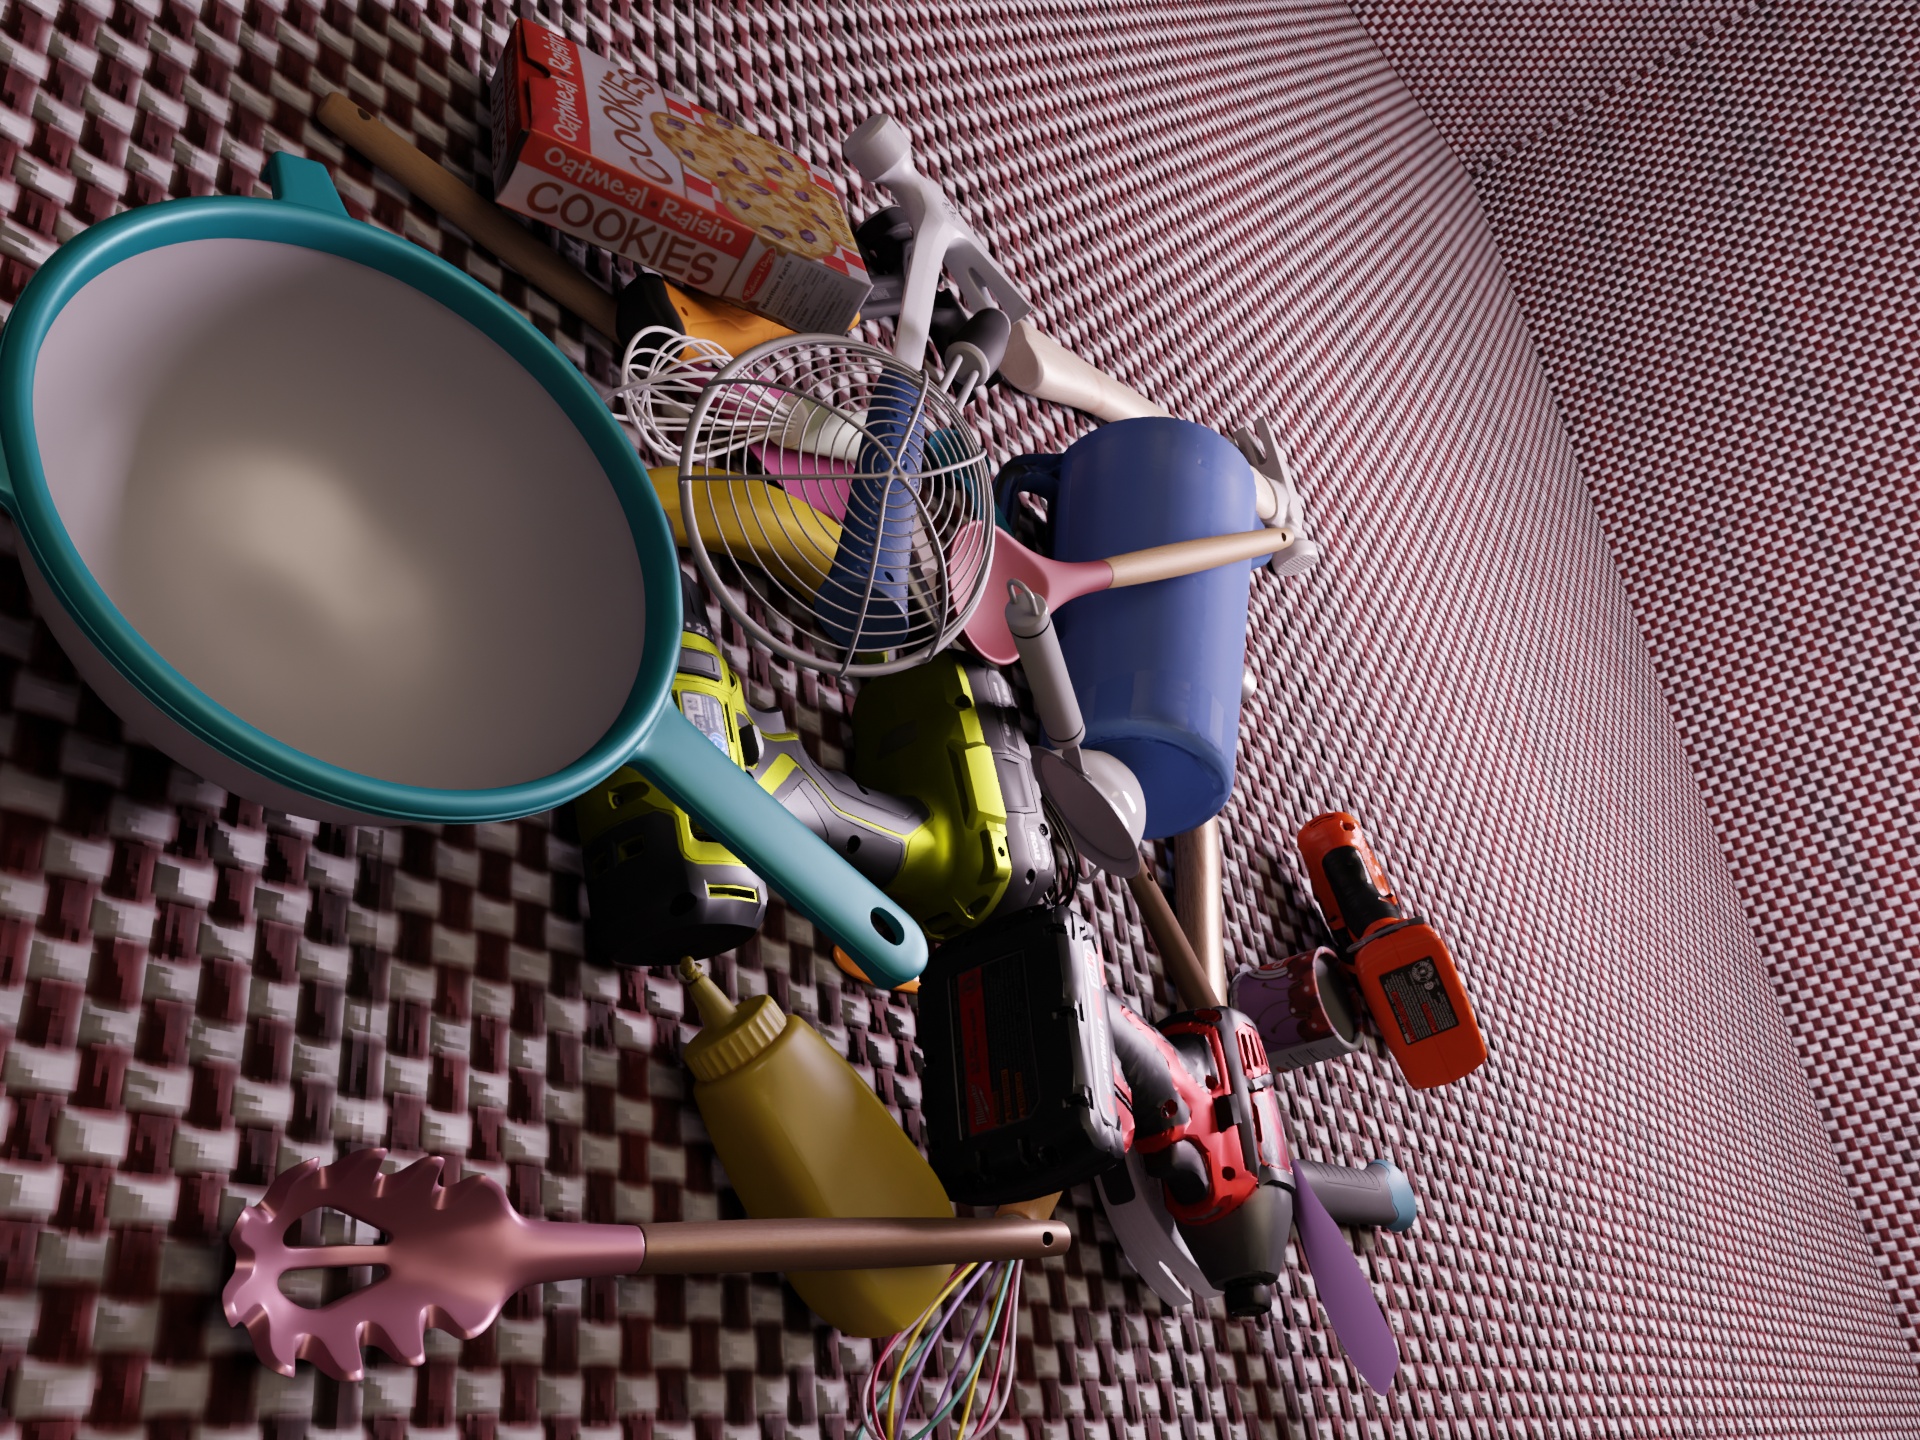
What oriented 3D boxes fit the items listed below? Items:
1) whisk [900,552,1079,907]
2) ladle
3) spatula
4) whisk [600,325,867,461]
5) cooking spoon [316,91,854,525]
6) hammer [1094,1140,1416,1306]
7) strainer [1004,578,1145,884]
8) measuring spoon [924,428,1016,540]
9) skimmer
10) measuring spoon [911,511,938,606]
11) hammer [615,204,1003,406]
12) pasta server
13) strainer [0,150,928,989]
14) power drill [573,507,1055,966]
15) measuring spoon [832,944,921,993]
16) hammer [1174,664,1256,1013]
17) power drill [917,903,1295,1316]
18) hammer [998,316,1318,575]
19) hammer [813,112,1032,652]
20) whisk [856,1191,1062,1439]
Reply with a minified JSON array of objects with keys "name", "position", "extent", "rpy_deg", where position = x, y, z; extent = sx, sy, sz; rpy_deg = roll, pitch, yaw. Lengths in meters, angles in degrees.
[{"name":"whisk","position":[-0.002,-0.002,0.807],"extent":[0.055,0.055,0.239],"rpy_deg":[-16,79,-59]},{"name":"ladle","position":[0.090,-0.081,0.831],"extent":[0.315,0.031,0.069],"rpy_deg":[-15,95,-47]},{"name":"spatula","position":[0.161,0.216,0.856],"extent":[0.060,0.018,0.316],"rpy_deg":[-25,88,-60]},{"name":"whisk","position":[-0.087,-0.142,0.753],"extent":[0.246,0.059,0.058],"rpy_deg":[-8,84,-67]},{"name":"cooking spoon","position":[-0.154,-0.181,0.740],"extent":[0.318,0.017,0.069],"rpy_deg":[34,42,-41]},{"name":"hammer","position":[0.175,0.259,0.893],"extent":[0.330,0.033,0.128],"rpy_deg":[23,48,-47]},{"name":"strainer","position":[0.054,0.008,0.772],"extent":[0.087,0.050,0.258],"rpy_deg":[40,-14,31]},{"name":"measuring spoon","position":[0.011,-0.114,0.916],"extent":[0.042,0.021,0.129],"rpy_deg":[-3,58,-37]},{"name":"skimmer","position":[-0.026,-0.128,0.691],"extent":[0.127,0.090,0.363],"rpy_deg":[50,18,-13]},{"name":"measuring spoon","position":[-0.032,-0.104,0.875],"extent":[0.034,0.018,0.124],"rpy_deg":[7,55,-54]},{"name":"hammer","position":[-0.074,-0.211,0.844],"extent":[0.127,0.034,0.337],"rpy_deg":[59,27,-4]},{"name":"pasta server","position":[-0.078,0.173,0.519],"extent":[0.316,0.040,0.060],"rpy_deg":[13,71,-37]},{"name":"strainer","position":[-0.155,-0.008,0.520],"extent":[0.340,0.095,0.211],"rpy_deg":[44,37,-21]},{"name":"power drill","position":[-0.069,0.008,0.674],"extent":[0.228,0.080,0.191],"rpy_deg":[14,56,-49]},{"name":"measuring spoon","position":[-0.016,0.115,0.733],"extent":[0.116,0.011,0.021],"rpy_deg":[23,49,-47]},{"name":"hammer","position":[0.148,0.055,1.005],"extent":[0.130,0.031,0.332],"rpy_deg":[41,38,-33]},{"name":"power drill","position":[0.078,0.178,0.707],"extent":[0.219,0.078,0.143],"rpy_deg":[35,40,-44]},{"name":"hammer","position":[0.153,-0.227,1.218],"extent":[0.410,0.038,0.146],"rpy_deg":[16,53,-51]},{"name":"hammer","position":[-0.024,-0.172,0.808],"extent":[0.144,0.035,0.406],"rpy_deg":[45,31,-30]},{"name":"whisk","position":[0.016,0.231,0.670],"extent":[0.047,0.051,0.245],"rpy_deg":[46,26,1]}]
